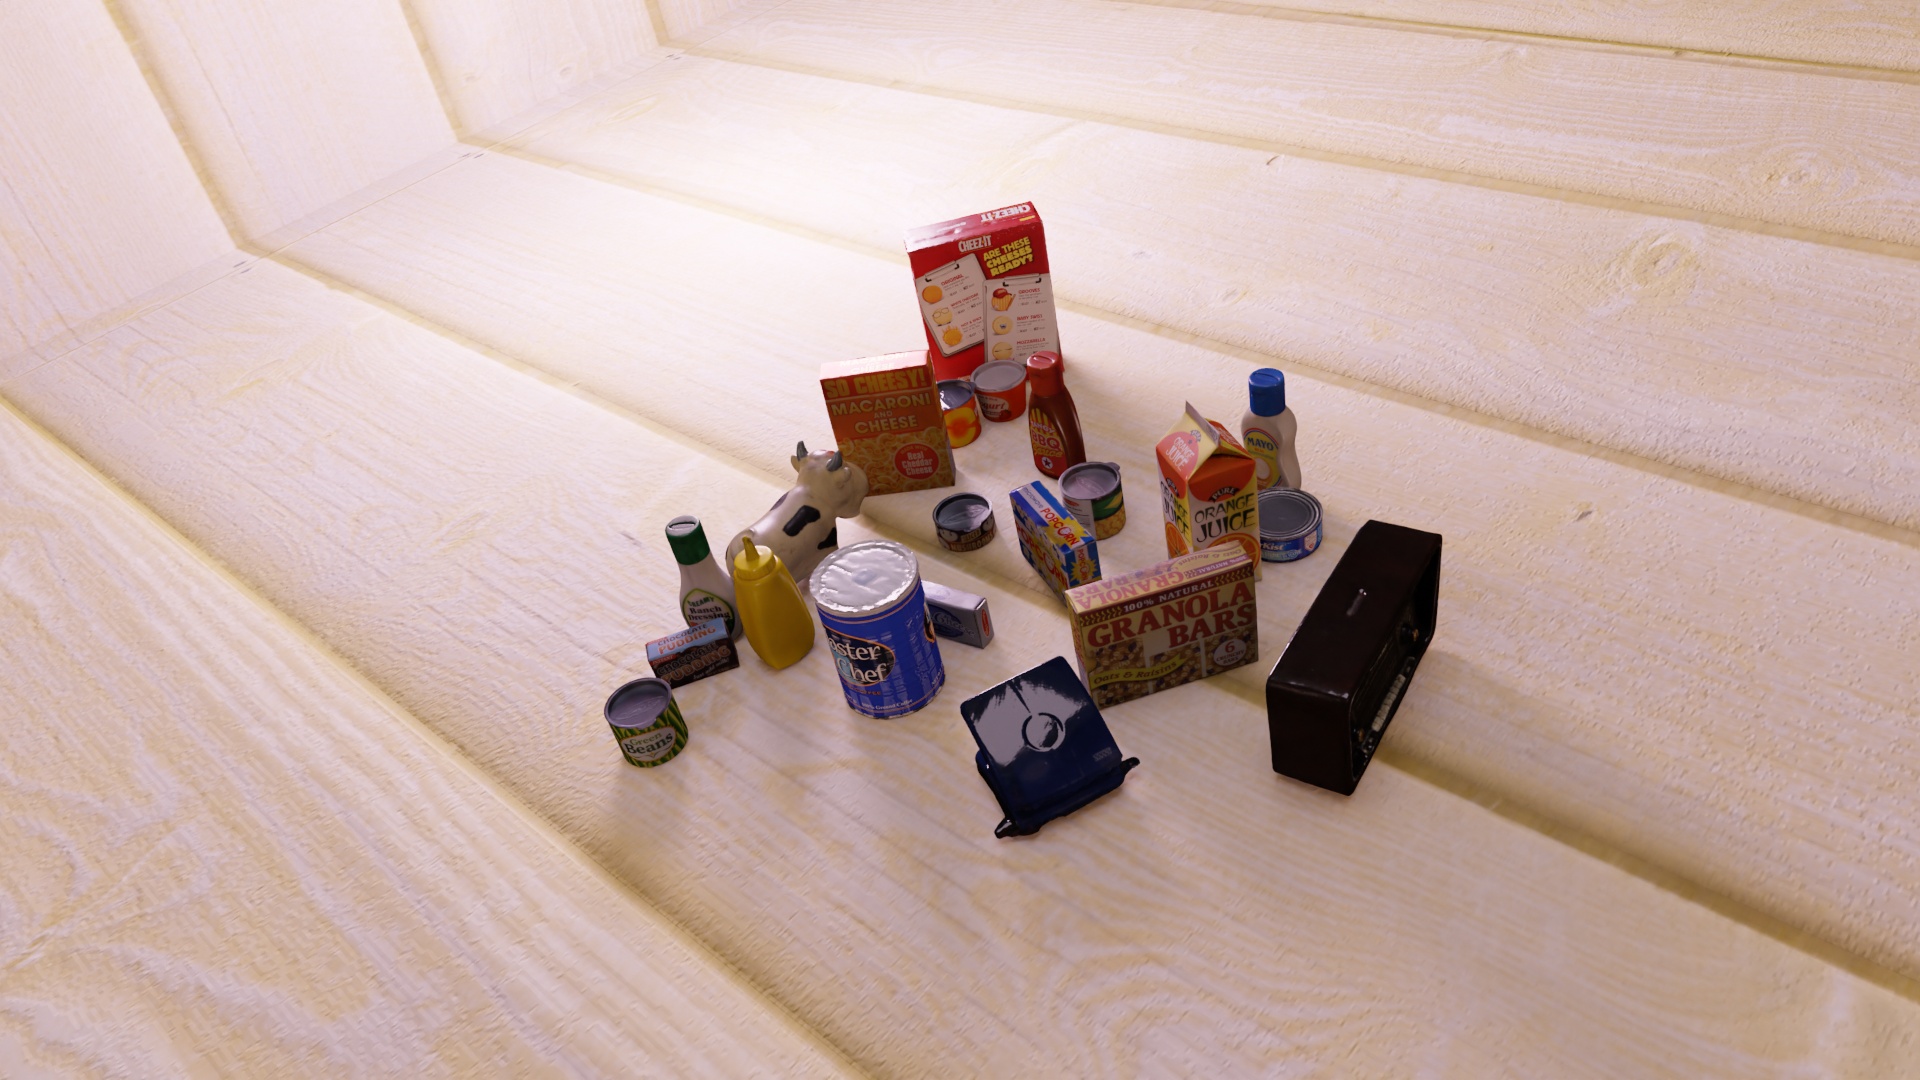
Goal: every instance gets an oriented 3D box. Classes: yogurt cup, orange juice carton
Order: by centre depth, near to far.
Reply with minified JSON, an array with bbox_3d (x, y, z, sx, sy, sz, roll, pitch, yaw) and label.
[{"bbox_3d":[0.240,-0.042,1.344,0.073,0.191,0.072,-19,38,-8],"label":"orange juice carton"},{"bbox_3d":[0.049,-0.180,1.684,0.072,0.053,0.073,-8,38,6],"label":"yogurt cup"}]

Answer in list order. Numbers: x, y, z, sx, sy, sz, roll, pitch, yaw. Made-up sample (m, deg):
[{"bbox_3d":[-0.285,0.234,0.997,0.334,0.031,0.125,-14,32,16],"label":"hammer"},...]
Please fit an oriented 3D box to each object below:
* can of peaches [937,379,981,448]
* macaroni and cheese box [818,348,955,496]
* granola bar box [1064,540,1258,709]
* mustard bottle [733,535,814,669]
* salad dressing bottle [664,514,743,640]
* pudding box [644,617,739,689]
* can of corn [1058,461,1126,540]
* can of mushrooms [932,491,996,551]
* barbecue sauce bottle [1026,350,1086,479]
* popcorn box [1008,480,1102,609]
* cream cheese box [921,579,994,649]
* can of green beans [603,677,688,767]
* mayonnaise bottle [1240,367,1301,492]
[{"bbox_3d":[-0.009,-0.152,1.661,0.071,0.057,0.071,-8,38,6],"label":"can of peaches"},{"bbox_3d":[-0.081,-0.130,1.566,0.124,0.165,0.040,-7,38,7],"label":"macaroni and cheese box"},{"bbox_3d":[0.186,0.078,1.262,0.166,0.123,0.039,-17,38,-5],"label":"granola bar box"},{"bbox_3d":[-0.190,0.053,1.369,0.065,0.159,0.049,-35,43,-26],"label":"mustard bottle"},{"bbox_3d":[-0.263,0.041,1.415,0.064,0.147,0.044,-5,38,10],"label":"salad dressing bottle"},{"bbox_3d":[-0.271,0.115,1.404,0.084,0.049,0.030,-18,38,-8],"label":"pudding box"},{"bbox_3d":[0.143,-0.043,1.481,0.071,0.058,0.071,-8,38,6],"label":"can of corn"},{"bbox_3d":[0.005,-0.019,1.509,0.071,0.033,0.071,-8,38,6],"label":"can of mushrooms"},{"bbox_3d":[0.102,-0.139,1.540,0.065,0.147,0.044,25,51,38],"label":"barbecue sauce bottle"},{"bbox_3d":[0.097,0.006,1.410,0.038,0.084,0.127,-23,39,-13],"label":"popcorn box"},{"bbox_3d":[-0.019,0.071,1.386,0.104,0.053,0.024,14,45,30],"label":"cream cheese box"},{"bbox_3d":[-0.300,0.175,1.330,0.071,0.057,0.071,-8,38,6],"label":"can of green beans"},{"bbox_3d":[0.320,-0.108,1.441,0.065,0.147,0.041,20,49,35],"label":"mayonnaise bottle"}]
